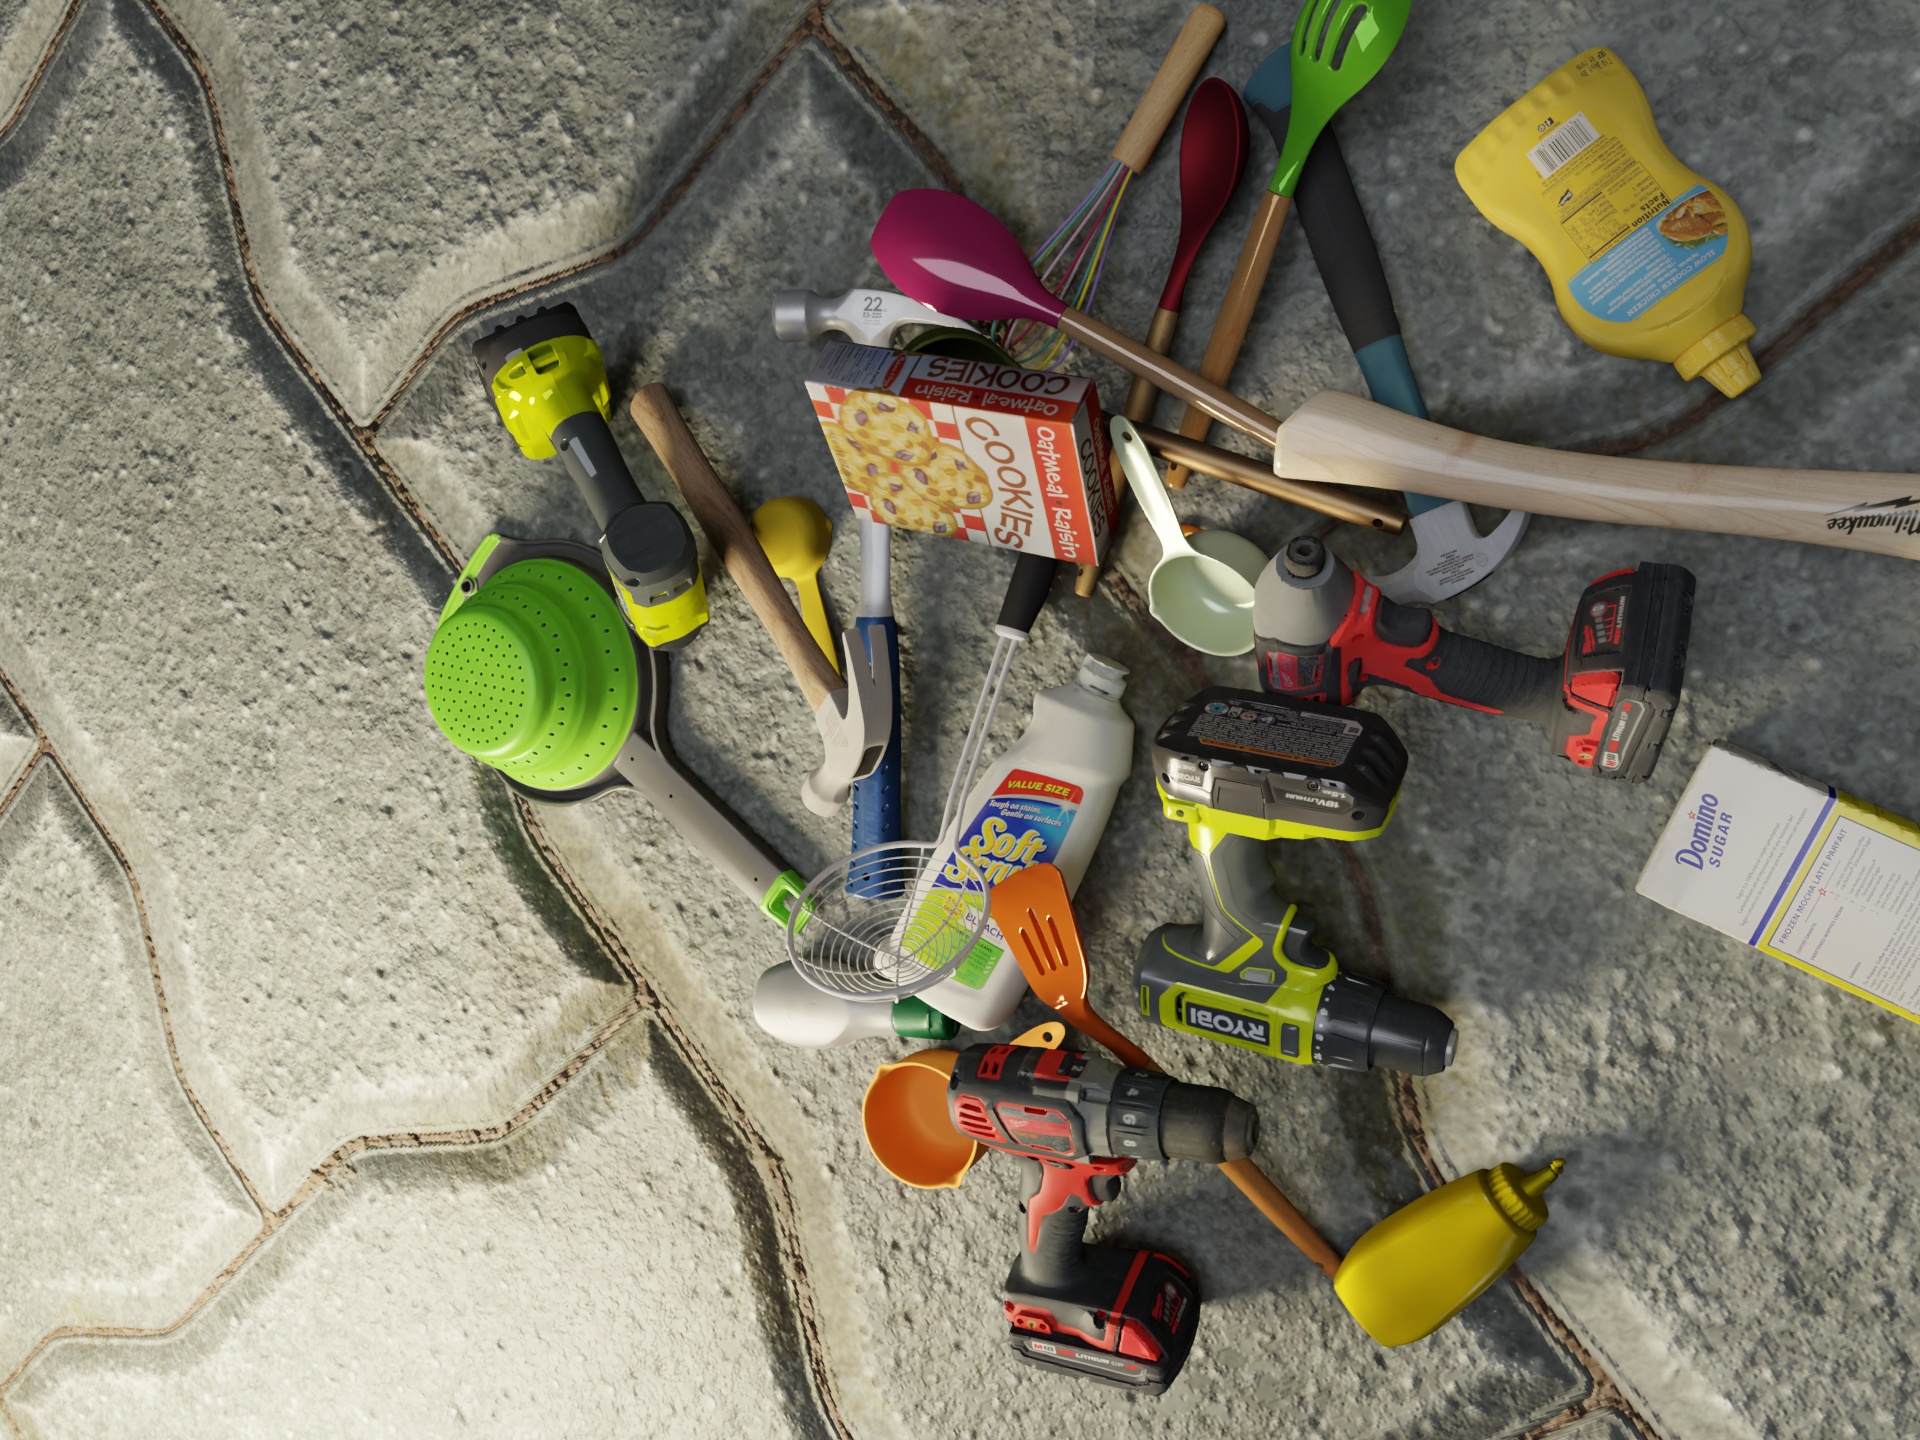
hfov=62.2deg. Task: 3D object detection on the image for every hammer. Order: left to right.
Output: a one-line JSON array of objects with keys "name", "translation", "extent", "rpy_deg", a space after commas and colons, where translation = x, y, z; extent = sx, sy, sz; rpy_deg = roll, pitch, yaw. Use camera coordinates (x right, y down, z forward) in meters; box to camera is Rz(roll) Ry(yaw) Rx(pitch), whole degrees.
[{"name": "hammer", "translation": [-0.140, -0.103, 1.074], "extent": [0.331, 0.031, 0.130], "rpy_deg": [58, 138, 21]}, {"name": "hammer", "translation": [-0.051, -0.080, 1.062], "extent": [0.144, 0.035, 0.405], "rpy_deg": [3, 100, 15]}, {"name": "hammer", "translation": [0.234, -0.228, 0.914], "extent": [0.128, 0.033, 0.331], "rpy_deg": [-20, 87, 27]}, {"name": "hammer", "translation": [0.370, -0.109, 0.833], "extent": [0.411, 0.038, 0.146], "rpy_deg": [10, 102, 17]}]

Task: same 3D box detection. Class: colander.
[{"name": "colander", "translation": [-0.266, 0.020, 1.153], "extent": [0.397, 0.094, 0.204], "rpy_deg": [41, 112, 16]}]

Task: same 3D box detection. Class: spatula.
[{"name": "spatula", "translation": [0.132, 0.222, 0.980], "extent": [0.322, 0.041, 0.081], "rpy_deg": [47, 142, -7]}]

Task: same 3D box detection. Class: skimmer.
[{"name": "skimmer", "translation": [-0.002, -0.003, 0.977], "extent": [0.127, 0.090, 0.363], "rpy_deg": [17, 88, 34]}]

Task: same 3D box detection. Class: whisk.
[{"name": "whisk", "translation": [0.086, -0.320, 0.969], "extent": [0.245, 0.051, 0.047], "rpy_deg": [-59, 31, 14]}]

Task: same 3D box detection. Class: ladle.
[{"name": "ladle", "translation": [0.104, -0.160, 0.937], "extent": [0.320, 0.062, 0.078], "rpy_deg": [22, 136, 18]}, {"name": "ladle", "translation": [0.119, -0.225, 0.971], "extent": [0.069, 0.031, 0.315], "rpy_deg": [-132, 53, -60]}]

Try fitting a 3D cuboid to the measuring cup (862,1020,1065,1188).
[{"name": "measuring cup", "translation": [0.013, 0.244, 1.069], "extent": [0.173, 0.052, 0.095], "rpy_deg": [-39, 79, 23]}]

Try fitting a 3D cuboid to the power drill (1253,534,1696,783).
[{"name": "power drill", "translation": [0.266, -0.041, 0.853], "extent": [0.220, 0.143, 0.079], "rpy_deg": [10, 64, 19]}]

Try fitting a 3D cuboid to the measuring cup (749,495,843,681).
[{"name": "measuring cup", "translation": [-0.109, -0.079, 1.100], "extent": [0.062, 0.029, 0.156], "rpy_deg": [-15, 87, 27]}]

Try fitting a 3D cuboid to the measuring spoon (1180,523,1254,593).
[{"name": "measuring spoon", "translation": [0.177, -0.088, 0.970], "extent": [0.117, 0.011, 0.021], "rpy_deg": [34, 109, 19]}]

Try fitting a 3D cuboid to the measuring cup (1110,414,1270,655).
[{"name": "measuring cup", "translation": [0.134, -0.114, 0.935], "extent": [0.083, 0.038, 0.167], "rpy_deg": [-5, 125, 45]}]

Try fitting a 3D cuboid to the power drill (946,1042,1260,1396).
[{"name": "power drill", "translation": [0.097, 0.302, 0.978], "extent": [0.188, 0.080, 0.226], "rpy_deg": [2, 117, 26]}]

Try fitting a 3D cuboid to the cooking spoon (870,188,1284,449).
[{"name": "cooking spoon", "translation": [0.083, -0.227, 0.942], "extent": [0.319, 0.017, 0.069], "rpy_deg": [32, 98, 12]}]

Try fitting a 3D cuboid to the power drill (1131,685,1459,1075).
[{"name": "power drill", "translation": [0.194, 0.105, 0.918], "extent": [0.191, 0.080, 0.228], "rpy_deg": [11, 125, 25]}]

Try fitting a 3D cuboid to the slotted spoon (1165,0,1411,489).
[{"name": "slotted spoon", "translation": [0.174, -0.275, 0.909], "extent": [0.070, 0.031, 0.313], "rpy_deg": [45, 128, 39]}]

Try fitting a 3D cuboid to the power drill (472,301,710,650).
[{"name": "power drill", "translation": [-0.245, -0.157, 1.095], "extent": [0.080, 0.171, 0.223], "rpy_deg": [-27, 76, -12]}]
